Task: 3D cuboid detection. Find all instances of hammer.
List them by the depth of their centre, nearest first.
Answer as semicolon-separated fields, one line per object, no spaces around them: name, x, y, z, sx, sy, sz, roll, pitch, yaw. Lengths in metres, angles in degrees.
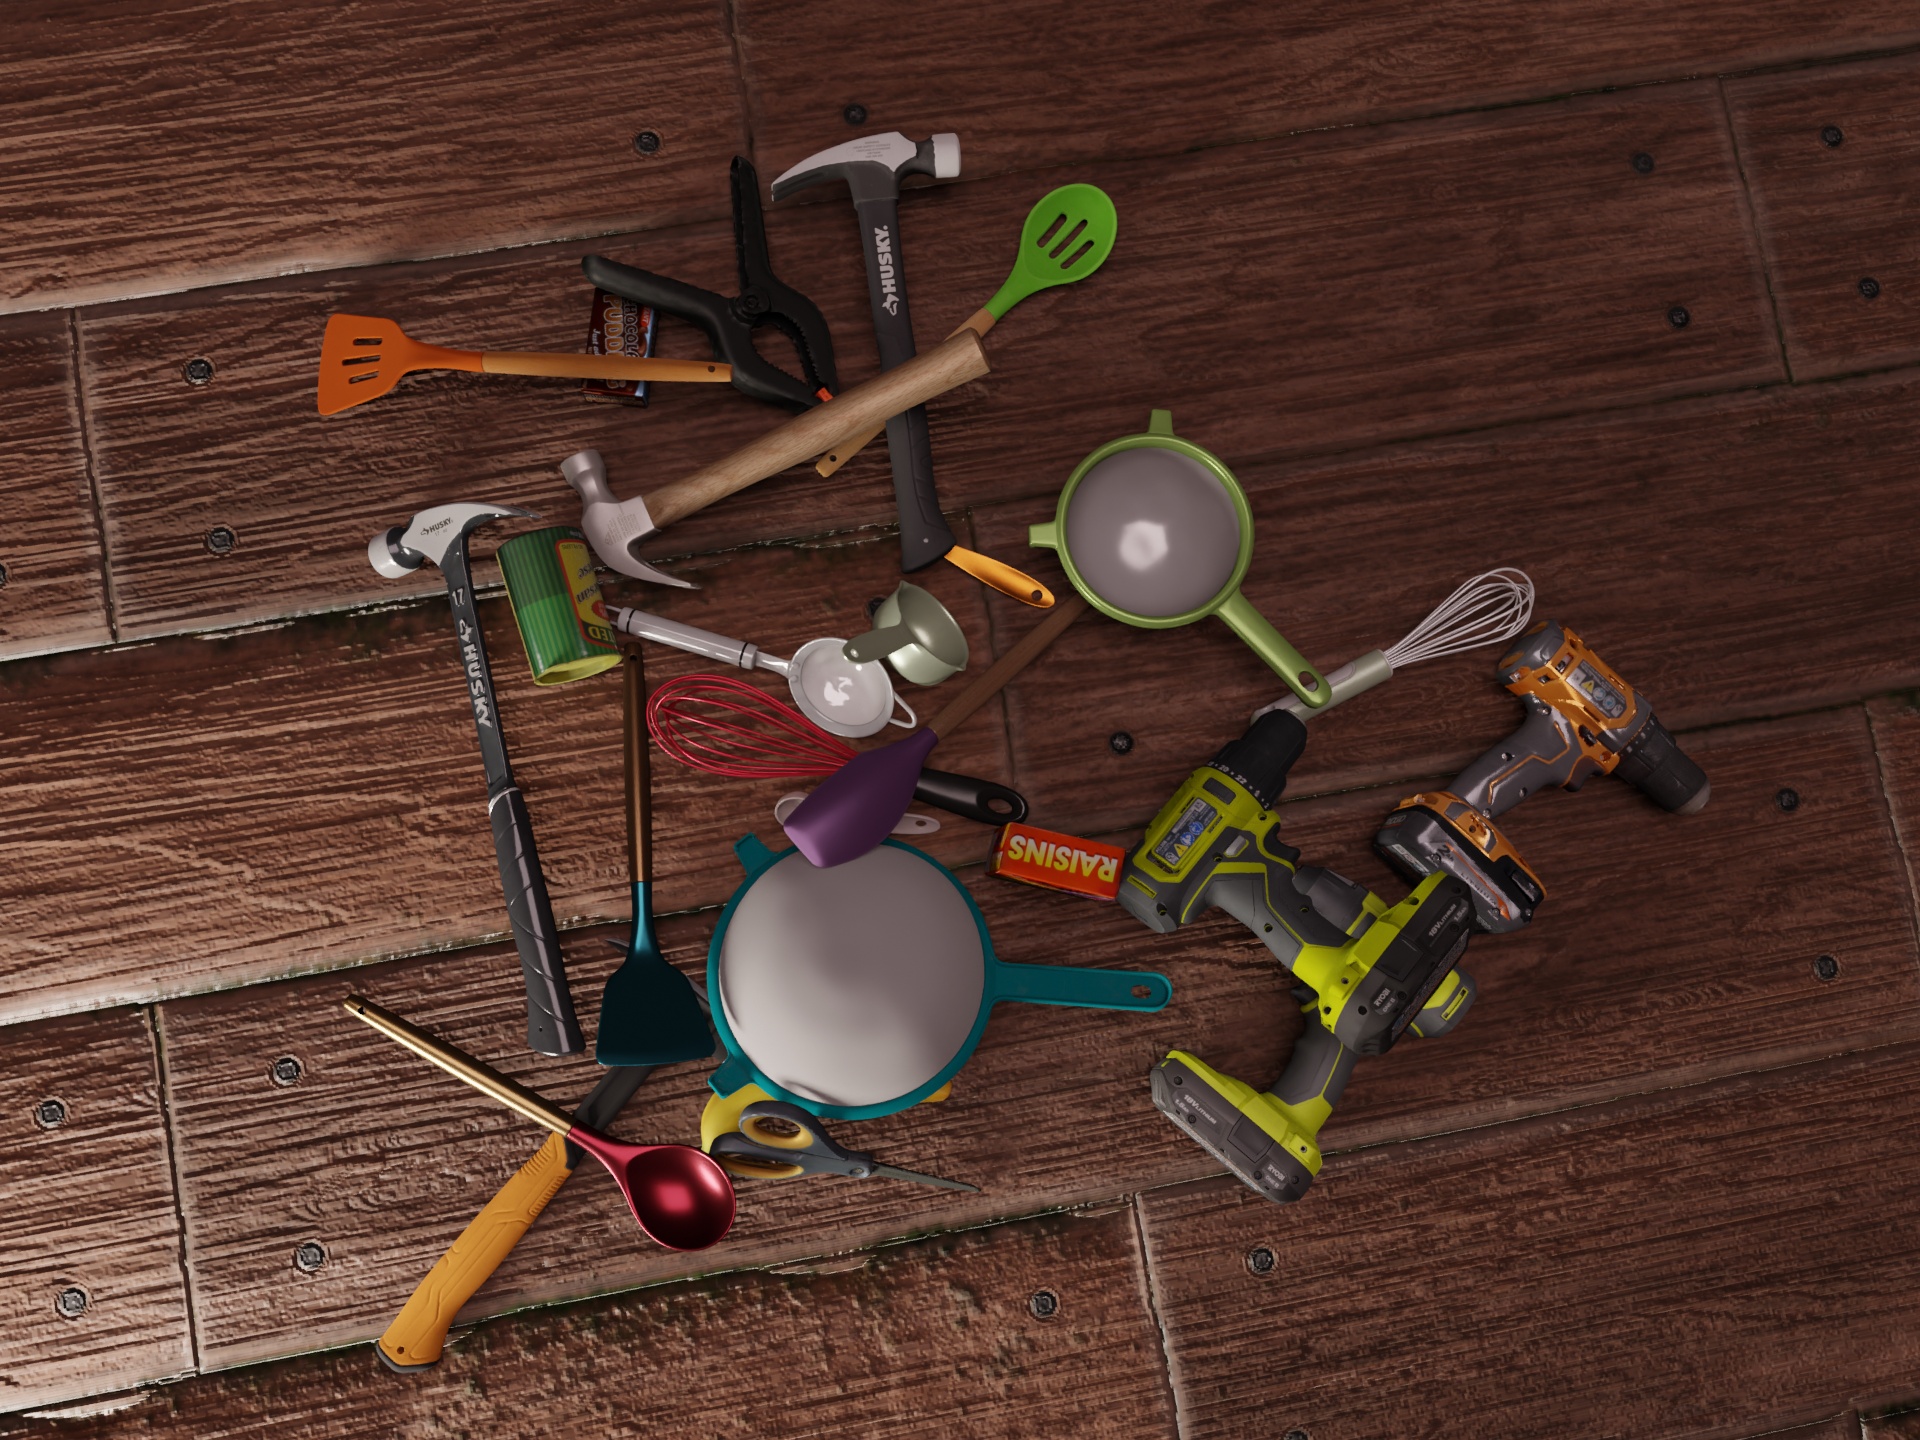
hammer;-0.326;0.038;1.139;0.149;0.036;0.409;-18;83;29
hammer;-0.304;0.319;1.148;0.127;0.034;0.337;39;82;0
hammer;-0.130;-0.201;1.183;0.331;0.031;0.130;-24;88;9
hammer;-0.054;-0.278;1.211;0.146;0.035;0.335;-7;87;-6

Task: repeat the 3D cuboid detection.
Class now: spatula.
spatula;-0.230;0.090;1.155;0.082;0.044;0.318;-1;74;-17
spatula;-0.002;-0.004;1.174;0.060;0.018;0.316;47;67;1
spatula;-0.331;-0.267;1.198;0.322;0.041;0.081;3;83;1

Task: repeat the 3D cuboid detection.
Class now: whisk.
whisk;-0.088;0.029;1.180;0.295;0.073;0.073;17;82;-11
whisk;0.334;-0.049;1.229;0.246;0.058;0.059;-27;116;-2

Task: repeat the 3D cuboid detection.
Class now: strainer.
strainer;-0.012;0.175;1.130;0.340;0.095;0.211;4;69;-2
strainer;-0.151;-0.048;1.199;0.258;0.050;0.086;17;126;4
strainer;0.180;-0.100;1.211;0.151;0.069;0.256;-44;88;-10

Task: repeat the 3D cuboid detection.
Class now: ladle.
ladle;-0.298;0.277;1.123;0.315;0.031;0.069;30;81;0

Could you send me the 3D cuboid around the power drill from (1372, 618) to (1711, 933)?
power drill;0.448;0.061;1.208;0.185;0.084;0.226;42;78;0

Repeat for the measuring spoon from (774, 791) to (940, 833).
measuring spoon;-0.076;0.069;1.190;0.124;0.034;0.018;6;41;-6

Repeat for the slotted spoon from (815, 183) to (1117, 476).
slotted spoon;0.002;-0.302;1.246;0.314;0.031;0.070;-44;89;-6

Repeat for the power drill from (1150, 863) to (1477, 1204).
power drill;0.249;0.225;1.177;0.171;0.080;0.223;40;79;6

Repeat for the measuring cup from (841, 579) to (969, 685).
measuring cup;-0.052;-0.052;1.152;0.038;0.167;0.083;-38;84;28

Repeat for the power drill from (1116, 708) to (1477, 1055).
power drill;0.248;0.110;1.140;0.229;0.080;0.190;36;77;27

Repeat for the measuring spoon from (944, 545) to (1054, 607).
measuring spoon;0.020;-0.116;1.234;0.117;0.011;0.021;26;82;-4
